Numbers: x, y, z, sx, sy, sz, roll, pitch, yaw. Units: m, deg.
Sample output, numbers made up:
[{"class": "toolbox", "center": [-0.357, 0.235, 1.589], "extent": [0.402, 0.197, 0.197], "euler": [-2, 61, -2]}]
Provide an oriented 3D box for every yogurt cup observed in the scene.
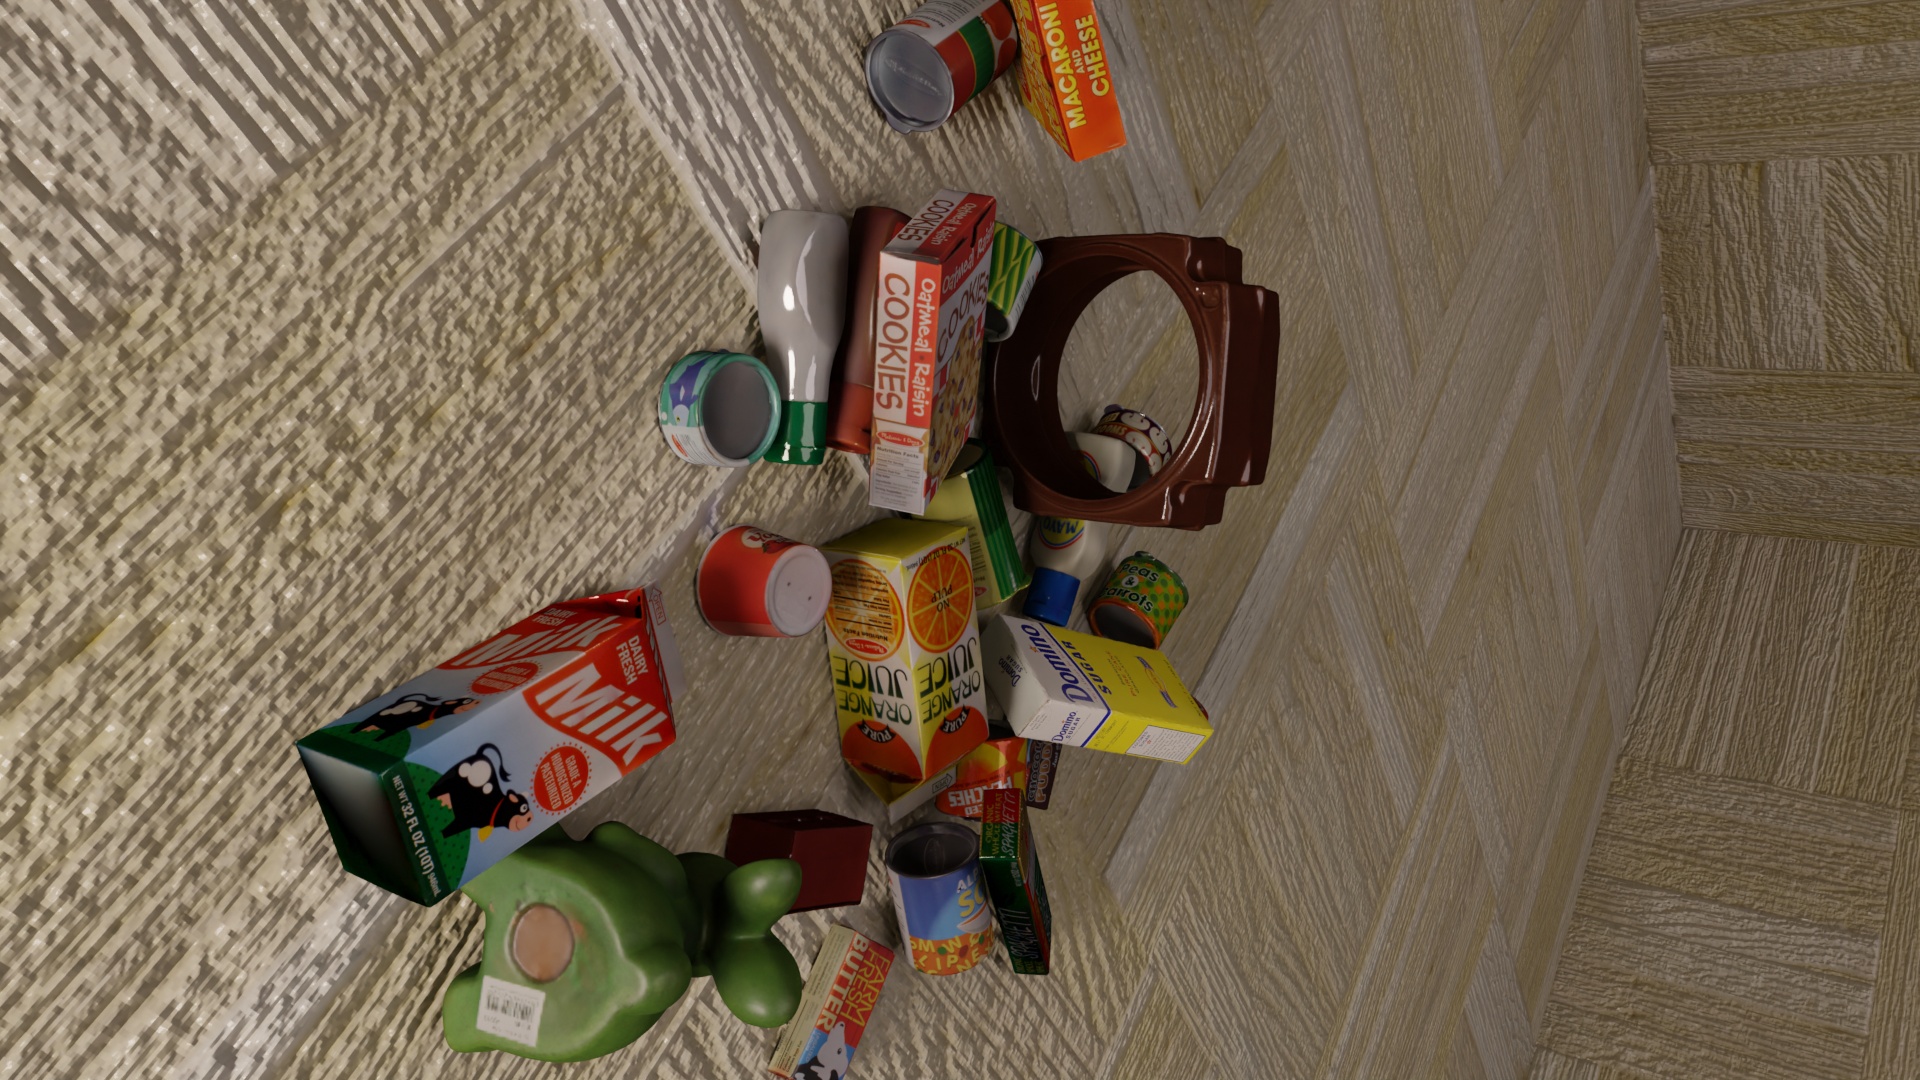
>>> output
[{"class": "yogurt cup", "center": [-0.113, 0.026, 0.815], "extent": [0.072, 0.054, 0.072], "euler": [-12, 106, -51]}]

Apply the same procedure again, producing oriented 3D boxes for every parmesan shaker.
[{"class": "parmesan shaker", "center": [0.003, -0.012, 0.950], "extent": [0.072, 0.071, 0.102], "euler": [-43, 127, -41]}]

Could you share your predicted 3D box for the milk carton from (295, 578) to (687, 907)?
[{"class": "milk carton", "center": [-0.210, 0.088, 0.679], "extent": [0.191, 0.073, 0.072], "euler": [-33, 121, -46]}]

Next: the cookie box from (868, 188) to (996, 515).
[{"class": "cookie box", "center": [-0.017, -0.118, 0.860], "extent": [0.123, 0.040, 0.166], "euler": [-62, 161, -56]}]

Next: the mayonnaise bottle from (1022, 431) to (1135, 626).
[{"class": "mayonnaise bottle", "center": [0.086, -0.009, 1.070], "extent": [0.041, 0.065, 0.148], "euler": [29, 76, -53]}]

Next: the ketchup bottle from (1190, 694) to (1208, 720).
[{"class": "ketchup bottle", "center": [0.146, 0.131, 1.173], "extent": [0.148, 0.065, 0.043], "euler": [26, 93, -43]}]

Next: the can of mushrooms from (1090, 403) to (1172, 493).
[{"class": "can of mushrooms", "center": [0.132, -0.073, 1.117], "extent": [0.034, 0.071, 0.070], "euler": [-52, 134, -33]}]

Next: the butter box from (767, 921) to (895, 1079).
[{"class": "butter box", "center": [-0.084, 0.311, 0.923], "extent": [0.053, 0.024, 0.104], "euler": [49, 58, -44]}]

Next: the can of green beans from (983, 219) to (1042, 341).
[{"class": "can of green beans", "center": [0.015, -0.176, 0.944], "extent": [0.071, 0.071, 0.058], "euler": [44, 62, -47]}]

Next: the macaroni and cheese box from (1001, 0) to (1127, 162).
[{"class": "macaroni and cheese box", "center": [0.058, -0.332, 0.916], "extent": [0.167, 0.040, 0.123], "euler": [-106, 177, -59]}]

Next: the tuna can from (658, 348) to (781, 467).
[{"class": "tuna can", "center": [-0.134, -0.076, 0.788], "extent": [0.071, 0.033, 0.071], "euler": [-13, 106, -51]}]

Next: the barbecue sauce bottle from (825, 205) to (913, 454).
[{"class": "barbecue sauce bottle", "center": [-0.058, -0.130, 0.872], "extent": [0.065, 0.043, 0.148], "euler": [28, 73, -64]}]

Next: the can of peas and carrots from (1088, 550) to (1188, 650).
[{"class": "can of peas and carrots", "center": [0.147, 0.054, 1.156], "extent": [0.059, 0.071, 0.070], "euler": [-52, 133, -34]}]

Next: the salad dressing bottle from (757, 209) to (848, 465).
[{"class": "salad dressing bottle", "center": [-0.095, -0.119, 0.825], "extent": [0.064, 0.044, 0.147], "euler": [-7, 102, -64]}]

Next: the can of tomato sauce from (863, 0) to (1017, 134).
[{"class": "can of tomato sauce", "center": [-0.011, -0.308, 0.888], "extent": [0.083, 0.071, 0.071], "euler": [-50, 132, -37]}]

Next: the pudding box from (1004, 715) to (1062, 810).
[{"class": "pudding box", "center": [0.053, 0.163, 1.077], "extent": [0.049, 0.030, 0.084], "euler": [27, 73, -51]}]

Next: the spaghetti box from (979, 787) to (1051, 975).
[{"class": "spaghetti box", "center": [0.042, 0.253, 1.002], "extent": [0.248, 0.029, 0.050], "euler": [77, 15, -55]}]

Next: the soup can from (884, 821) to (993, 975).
[{"class": "soup can", "center": [-0.011, 0.250, 0.971], "extent": [0.072, 0.071, 0.083], "euler": [-33, 122, -46]}]

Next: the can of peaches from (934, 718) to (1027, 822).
[{"class": "can of peaches", "center": [0.015, 0.163, 0.994], "extent": [0.071, 0.071, 0.058], "euler": [-6, 100, -53]}]

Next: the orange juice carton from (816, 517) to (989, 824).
[{"class": "orange juice carton", "center": [-0.034, 0.088, 0.913], "extent": [0.072, 0.073, 0.192], "euler": [-26, 116, -48]}]
